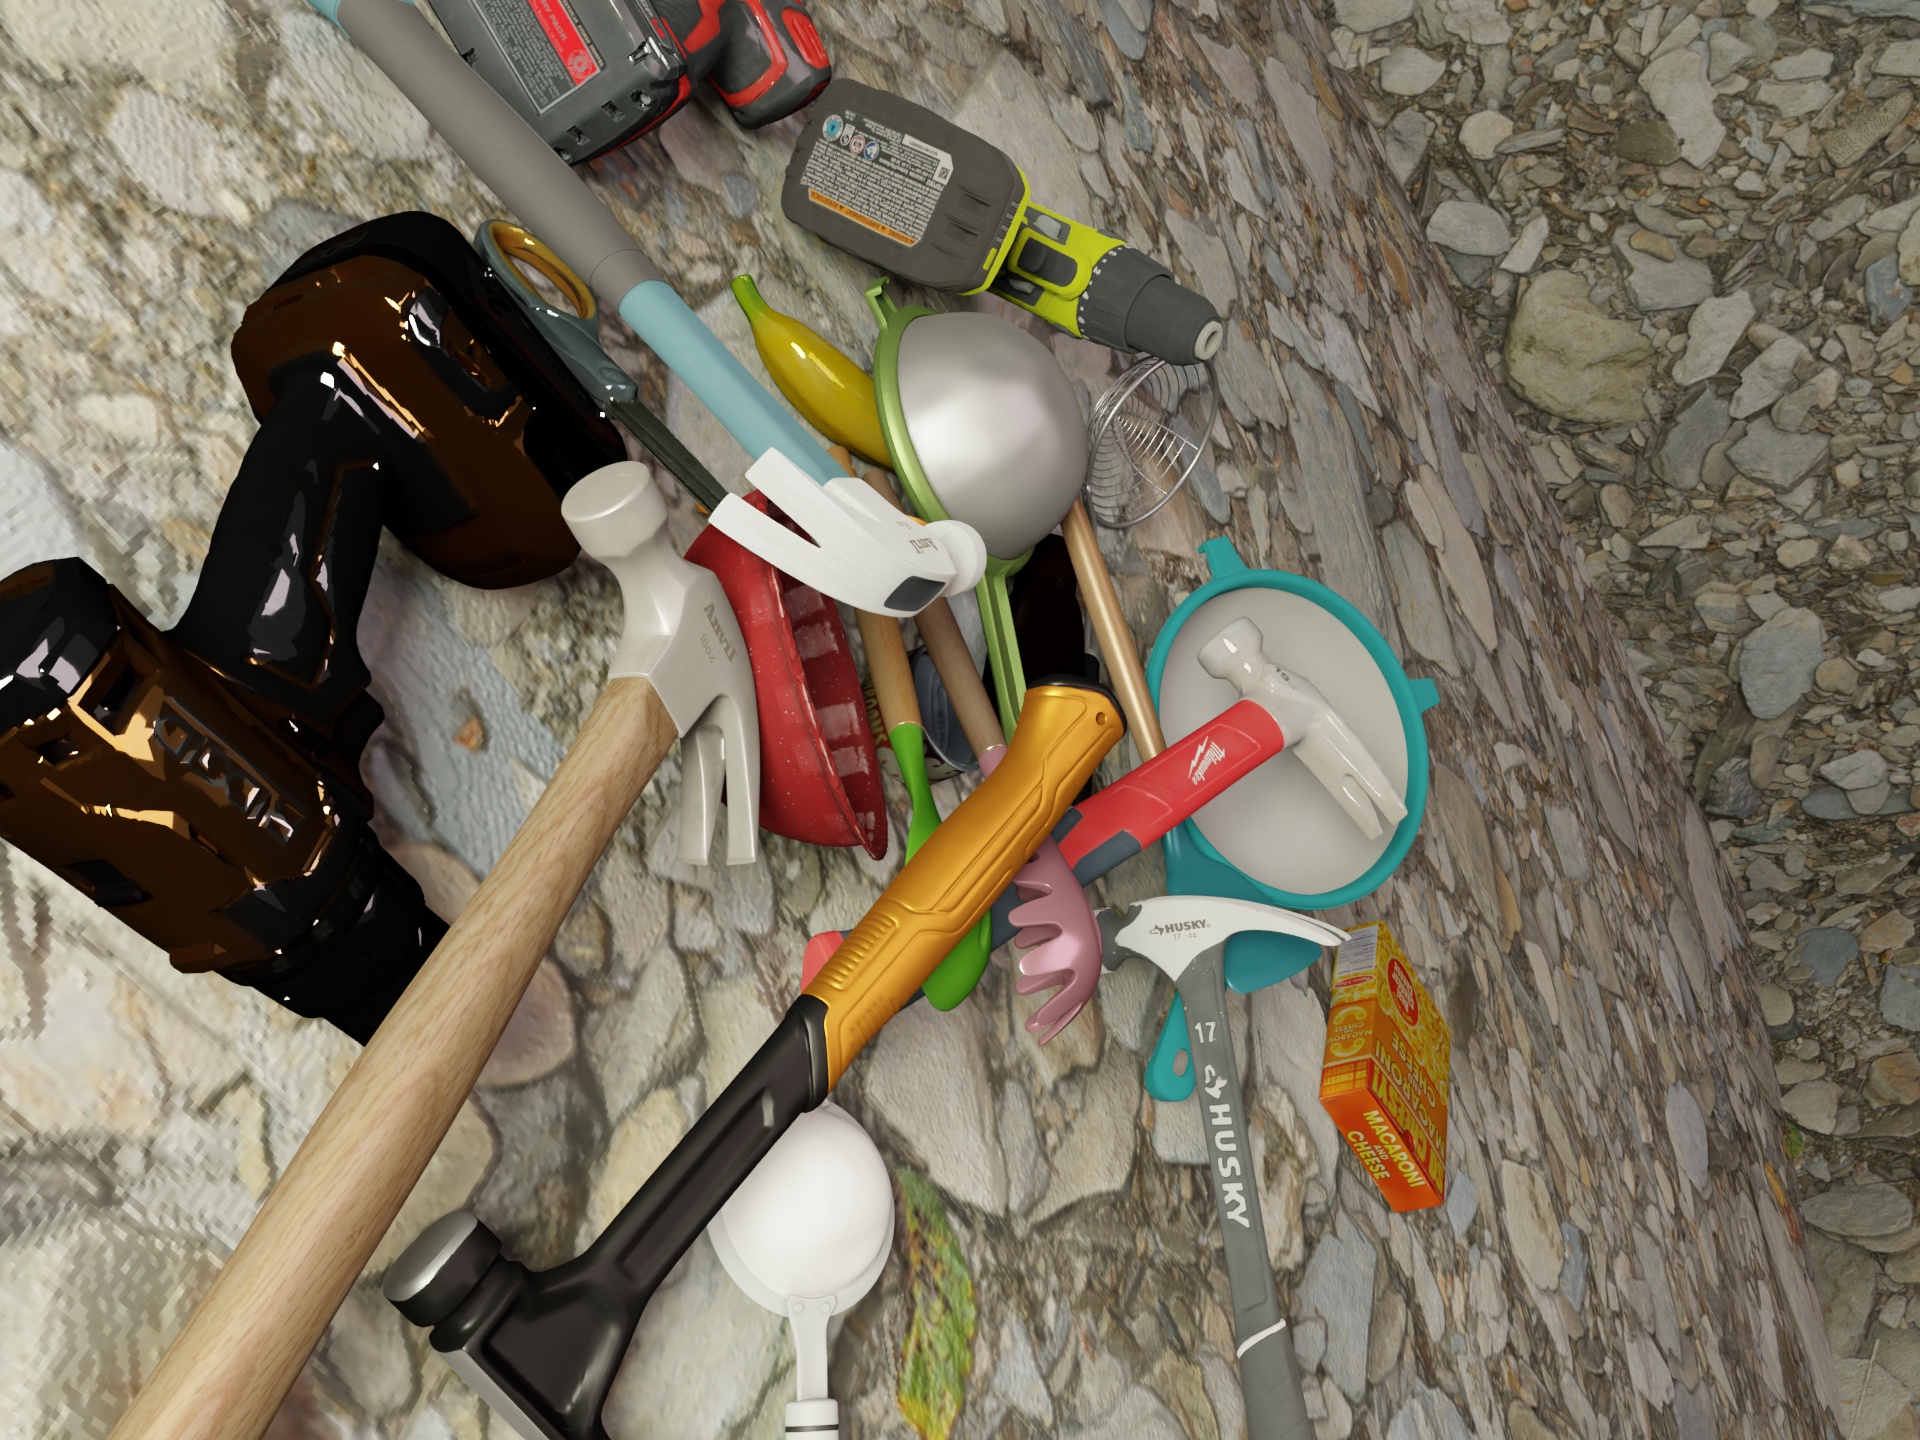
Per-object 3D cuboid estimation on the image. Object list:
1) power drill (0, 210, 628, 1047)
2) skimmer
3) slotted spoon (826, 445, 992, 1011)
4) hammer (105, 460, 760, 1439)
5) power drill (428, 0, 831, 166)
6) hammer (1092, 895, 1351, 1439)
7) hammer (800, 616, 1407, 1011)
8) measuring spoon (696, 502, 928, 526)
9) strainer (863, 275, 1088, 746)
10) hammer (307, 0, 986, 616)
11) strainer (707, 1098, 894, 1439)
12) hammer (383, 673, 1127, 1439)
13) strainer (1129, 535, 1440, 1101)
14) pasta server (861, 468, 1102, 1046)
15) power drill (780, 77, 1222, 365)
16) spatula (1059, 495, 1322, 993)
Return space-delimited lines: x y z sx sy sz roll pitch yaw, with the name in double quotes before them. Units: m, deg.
"power drill" -0.178 -0.022 0.484 0.185 0.084 0.226 54 37 -38
"skimmer" 0.109 -0.082 0.972 0.127 0.090 0.364 80 14 -51
"slotted spoon" -0.030 -0.015 0.707 0.070 0.031 0.314 56 15 -51
"hammer" -0.137 0.078 0.443 0.129 0.031 0.331 66 35 -39
"power drill" -0.155 -0.357 0.732 0.187 0.080 0.227 60 29 -16
"hammer" 0.153 0.289 0.798 0.036 0.149 0.409 0 79 -61
"hammer" 0.078 0.066 0.765 0.386 0.038 0.143 -28 74 -43
"measuring spoon" -0.067 -0.091 0.730 0.116 0.011 0.021 1 27 -31
"strainer" 0.032 -0.105 0.810 0.151 0.069 0.256 18 57 -57
"hammer" -0.125 -0.164 0.585 0.331 0.033 0.128 47 19 6
"strainer" -0.051 0.240 0.568 0.086 0.050 0.259 15 62 -36
"hammer" -0.034 0.104 0.556 0.127 0.034 0.337 52 56 -16
"strainer" 0.158 0.072 0.968 0.211 0.095 0.340 31 65 -17
"pasta server" -0.001 -0.002 0.710 0.060 0.040 0.317 83 -13 -53
"power drill" 0.030 -0.262 0.880 0.191 0.080 0.228 34 17 28
"spatula" 0.110 -0.004 0.885 0.082 0.044 0.317 -13 81 -42
